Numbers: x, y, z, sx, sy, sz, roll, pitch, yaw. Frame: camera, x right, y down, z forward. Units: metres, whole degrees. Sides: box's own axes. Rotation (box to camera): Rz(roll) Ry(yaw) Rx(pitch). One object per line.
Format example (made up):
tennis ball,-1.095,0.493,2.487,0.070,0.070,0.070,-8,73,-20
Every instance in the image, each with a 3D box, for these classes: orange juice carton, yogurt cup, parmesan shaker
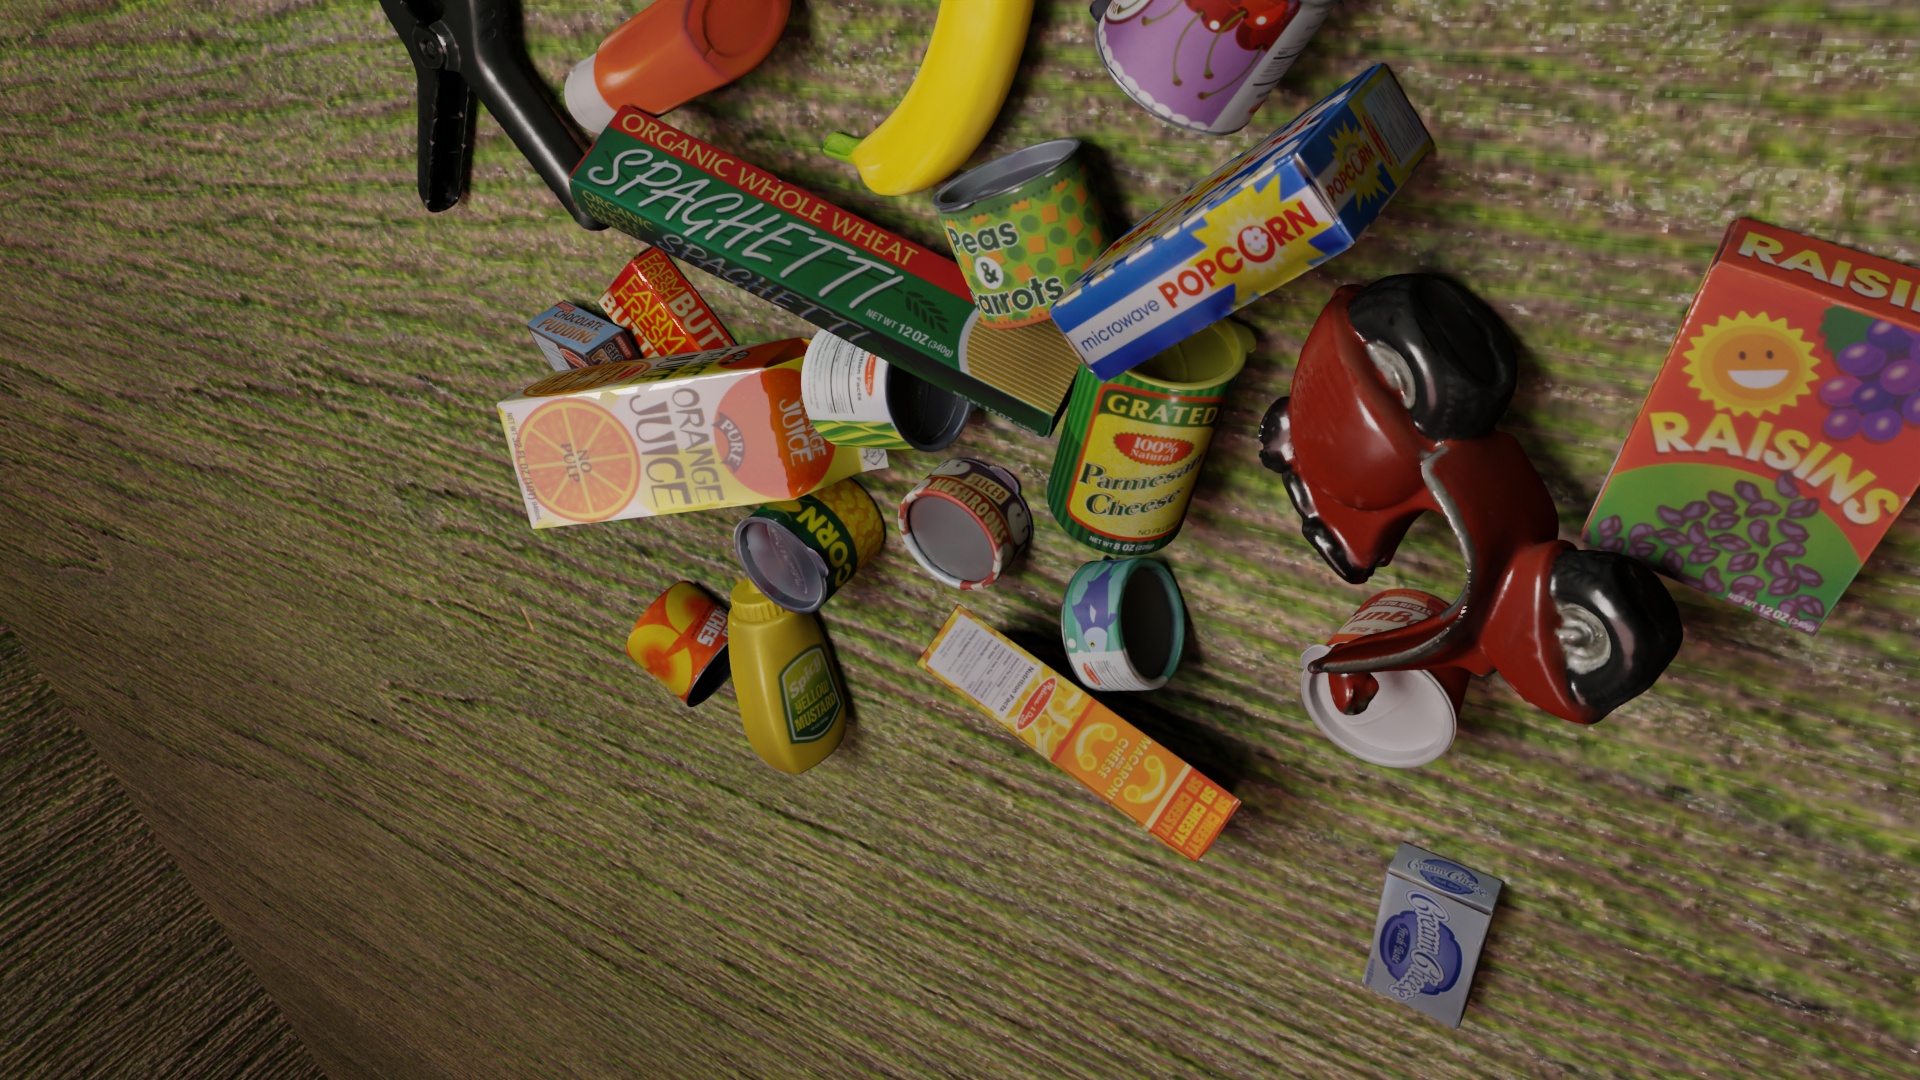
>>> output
orange juice carton,-0.138,-0.060,0.742,0.193,0.073,0.071,-6,110,11
yogurt cup,0.192,0.058,0.613,0.072,0.054,0.072,23,136,24
parmesan shaker,0.082,-0.050,0.609,0.071,0.072,0.102,30,139,17

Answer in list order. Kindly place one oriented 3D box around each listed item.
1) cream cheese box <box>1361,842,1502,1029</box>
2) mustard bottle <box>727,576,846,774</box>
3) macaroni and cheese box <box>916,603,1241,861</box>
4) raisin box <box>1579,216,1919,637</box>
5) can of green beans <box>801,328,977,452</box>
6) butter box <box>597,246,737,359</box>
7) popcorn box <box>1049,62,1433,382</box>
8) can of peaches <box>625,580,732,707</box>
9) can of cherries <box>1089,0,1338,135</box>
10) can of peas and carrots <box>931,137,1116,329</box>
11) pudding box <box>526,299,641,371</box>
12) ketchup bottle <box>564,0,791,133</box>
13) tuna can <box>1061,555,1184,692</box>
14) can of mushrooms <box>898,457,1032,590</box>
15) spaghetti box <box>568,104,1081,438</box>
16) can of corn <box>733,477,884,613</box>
cream cheese box,0.243,0.206,0.720,0.053,0.024,0.103,20,135,27
mustard bottle,-0.117,0.073,0.889,0.049,0.065,0.159,14,128,38
macaroni and cheese box,0.063,0.103,0.727,0.166,0.040,0.123,35,176,13
raisin box,0.277,-0.037,0.470,0.086,0.040,0.122,27,139,22
can of green beans,-0.036,-0.077,0.684,0.058,0.071,0.071,6,127,39
butter box,-0.159,-0.113,0.794,0.103,0.024,0.053,53,141,-9
popcorn box,0.102,-0.115,0.517,0.038,0.085,0.126,52,140,-10
can of peaches,-0.182,0.067,0.938,0.058,0.071,0.071,37,140,11
can of cherries,0.087,-0.187,0.482,0.071,0.072,0.058,42,140,4
can of peas and carrots,0.028,-0.127,0.582,0.071,0.071,0.058,-1,123,41
pudding box,-0.218,-0.107,0.823,0.084,0.030,0.049,28,151,45
ketchup bottle,-0.140,-0.227,0.652,0.148,0.065,0.043,0,143,51
tuna can,0.082,0.039,0.686,0.033,0.071,0.071,-7,119,38
can of mushrooms,0.003,-0.009,0.736,0.071,0.034,0.070,24,136,25
spaghetti box,-0.059,-0.124,0.636,0.250,0.050,0.028,26,161,4
can of corn,-0.085,-0.001,0.799,0.071,0.058,0.070,23,136,25
